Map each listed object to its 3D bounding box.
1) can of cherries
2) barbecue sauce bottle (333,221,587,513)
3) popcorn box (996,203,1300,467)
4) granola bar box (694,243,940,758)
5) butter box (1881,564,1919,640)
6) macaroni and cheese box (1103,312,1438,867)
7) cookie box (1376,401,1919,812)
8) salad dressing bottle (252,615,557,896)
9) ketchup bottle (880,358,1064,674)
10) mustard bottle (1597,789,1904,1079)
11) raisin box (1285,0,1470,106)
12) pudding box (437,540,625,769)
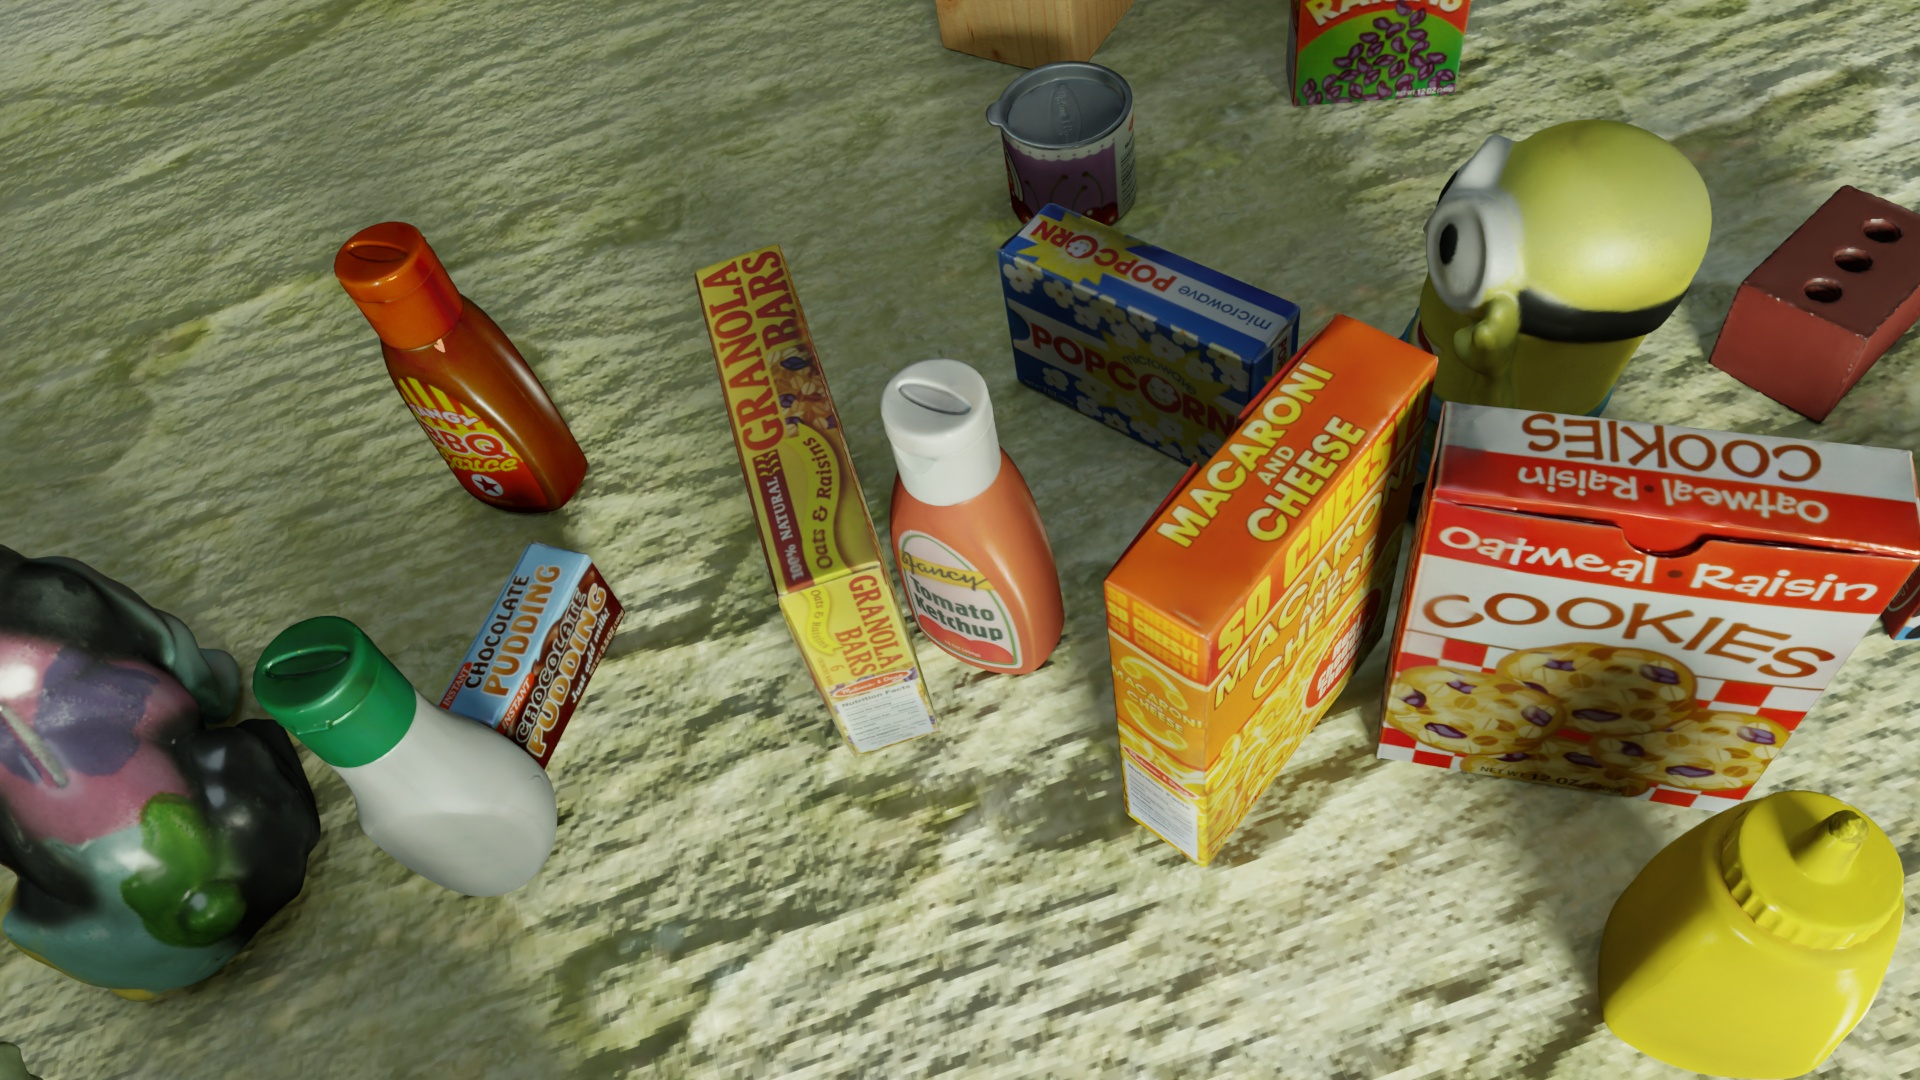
[{"bbox_3d":[0.052,-0.196,0.697,0.071,0.058,0.072,-5,55,7],"label":"can of cherries"},{"bbox_3d":[-0.216,-0.071,0.600,0.065,0.147,0.044,12,58,18],"label":"barbecue sauce bottle"},{"bbox_3d":[0.080,-0.083,0.595,0.127,0.084,0.038,30,65,27],"label":"popcorn box"},{"bbox_3d":[-0.058,-0.015,0.548,0.039,0.123,0.166,-18,54,-3],"label":"granola bar box"},{"bbox_3d":[0.393,0.012,0.494,0.103,0.053,0.024,-2,55,8],"label":"butter box"},{"bbox_3d":[0.102,0.023,0.467,0.040,0.165,0.124,32,66,27],"label":"macaroni and cheese box"},{"bbox_3d":[0.205,0.028,0.445,0.123,0.166,0.040,8,57,15],"label":"cookie box"},{"bbox_3d":[-0.192,0.079,0.490,0.064,0.147,0.044,-10,54,3],"label":"salad dressing bottle"},{"bbox_3d":[0.002,-0.006,0.516,0.065,0.148,0.044,21,62,23],"label":"ketchup bottle"},{"bbox_3d":[0.226,0.108,0.390,0.065,0.159,0.049,12,58,18],"label":"mustard bottle"},{"bbox_3d":[0.209,-0.280,0.689,0.086,0.122,0.040,-2,55,9],"label":"raisin box"},{"bbox_3d":[-0.175,0.048,0.569,0.030,0.049,0.084,10,58,17],"label":"pudding box"}]
